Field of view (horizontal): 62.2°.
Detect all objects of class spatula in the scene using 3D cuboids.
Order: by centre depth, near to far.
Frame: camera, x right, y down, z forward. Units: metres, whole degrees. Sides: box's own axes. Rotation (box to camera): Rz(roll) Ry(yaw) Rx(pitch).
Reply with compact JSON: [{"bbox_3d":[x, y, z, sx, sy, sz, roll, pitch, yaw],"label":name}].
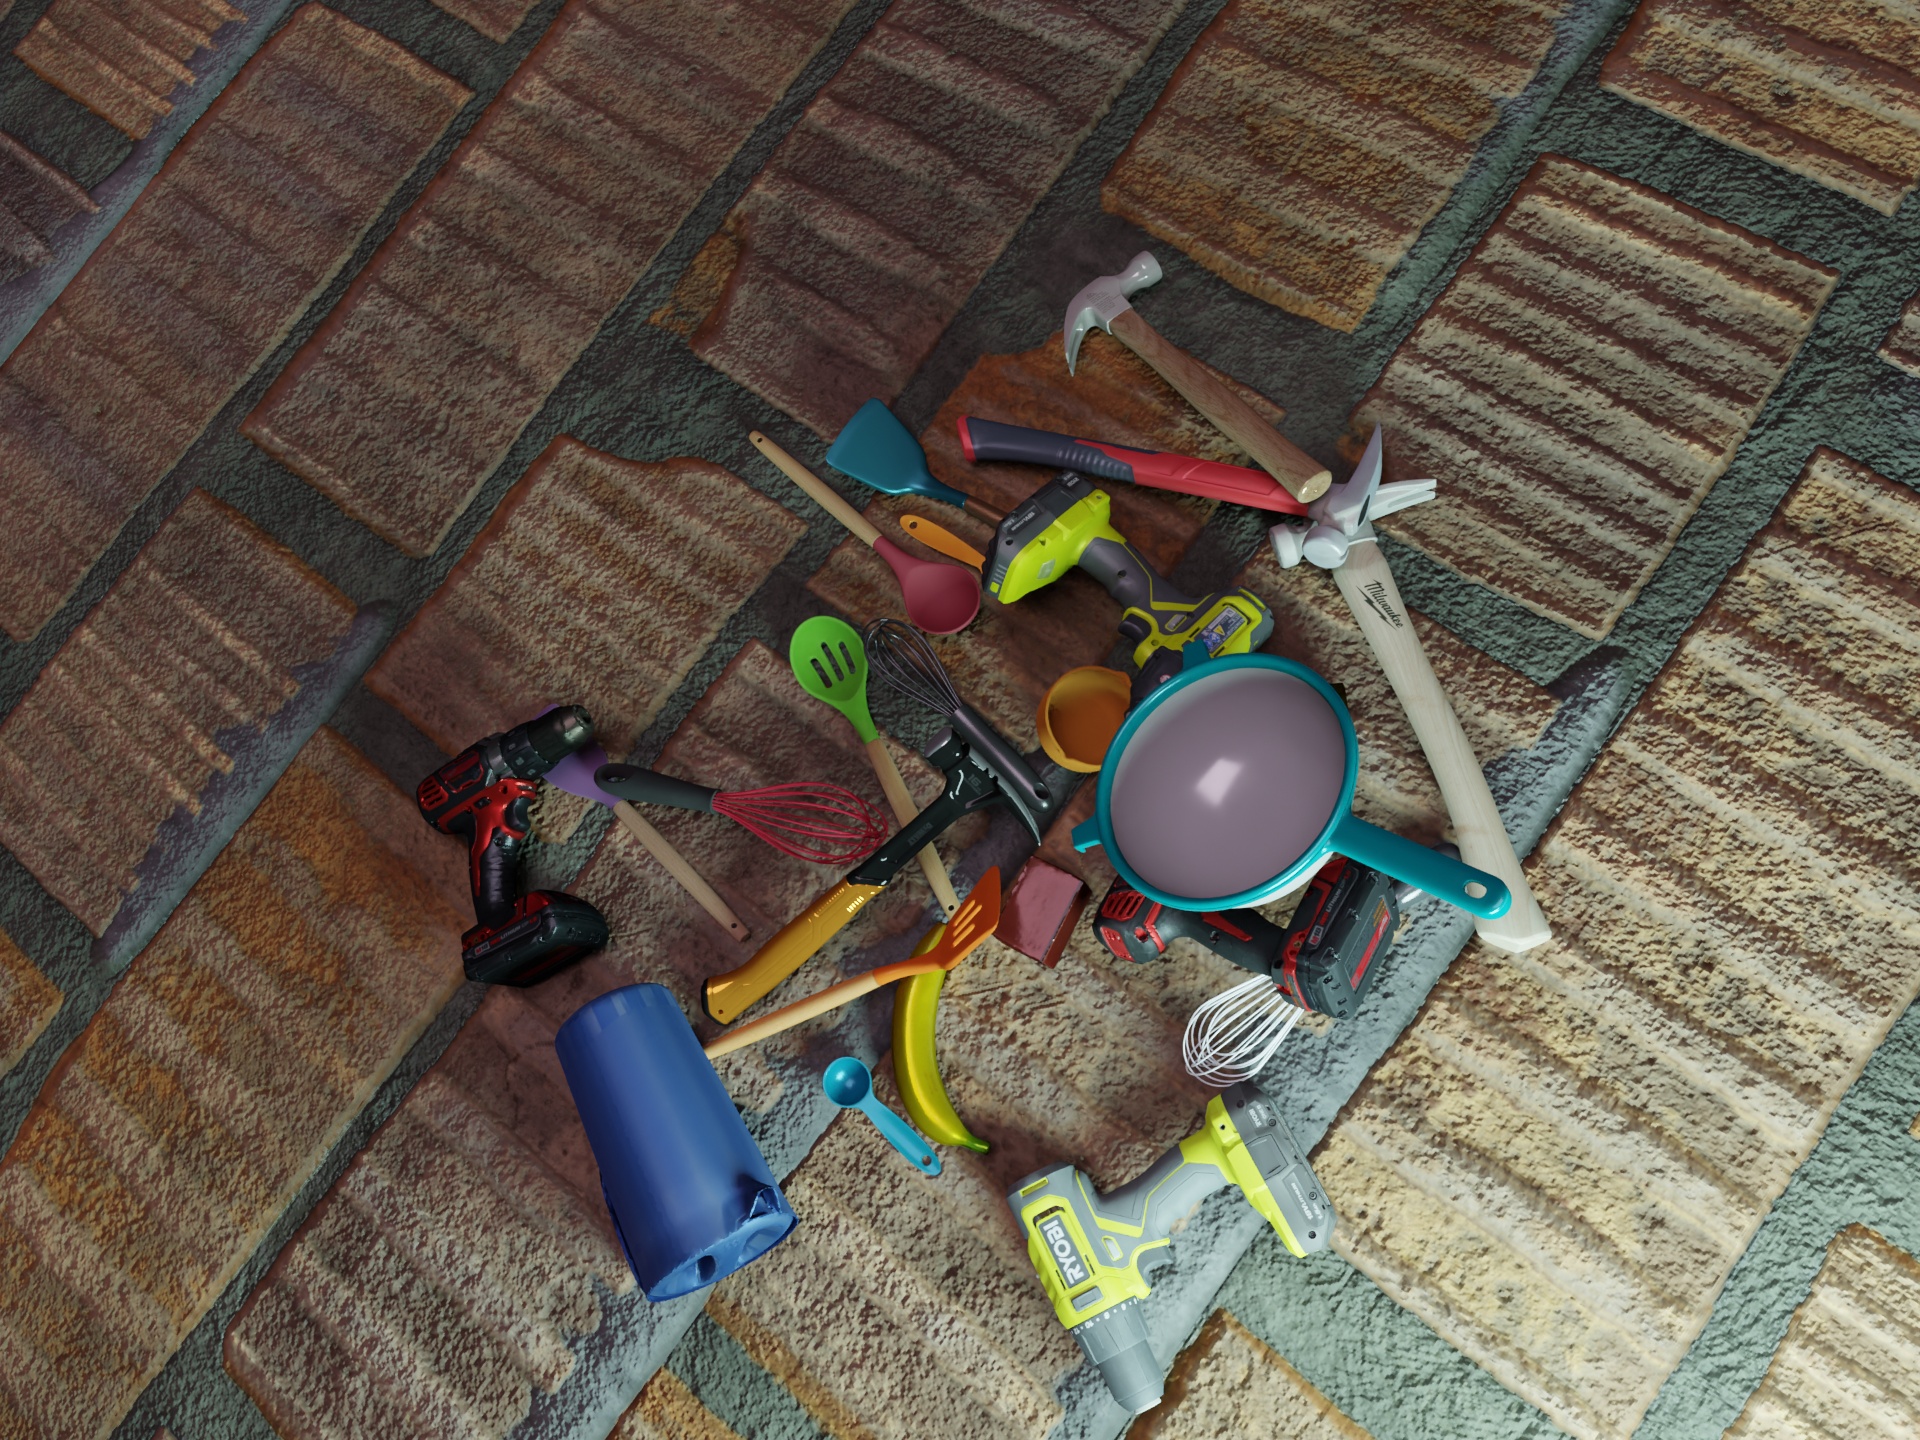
[{"bbox_3d":[-0.095,0.219,1.342,0.322,0.041,0.081,-26,29,18],"label":"spatula"},{"bbox_3d":[0.025,-0.192,1.458,0.318,0.044,0.082,30,74,19],"label":"spatula"},{"bbox_3d":[-0.301,0.096,1.468,0.060,0.018,0.316,-44,68,-11],"label":"spatula"}]

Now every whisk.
[{"bbox_3d":[0.291,0.191,1.276,0.284,0.070,0.070,-39,69,-5],"label":"whisk"},{"bbox_3d":[-0.003,-0.005,1.409,0.055,0.055,0.239,-44,73,-1],"label":"whisk"},{"bbox_3d":[-0.201,0.076,1.425,0.296,0.073,0.073,11,77,20],"label":"whisk"}]

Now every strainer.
[{"bbox_3d":[0.259,0.081,1.176,0.341,0.095,0.211,25,80,41],"label":"strainer"}]

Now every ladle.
[{"bbox_3d":[-0.096,-0.182,1.495,0.069,0.031,0.316,-46,67,-5],"label":"ladle"}]

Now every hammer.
[{"bbox_3d":[0.391,-0.011,1.299,0.146,0.038,0.411,-20,66,6],"label":"hammer"},{"bbox_3d":[-0.090,0.154,1.358,0.337,0.034,0.127,-41,107,13],"label":"hammer"},{"bbox_3d":[0.206,-0.295,1.405,0.130,0.031,0.332,-36,55,-4],"label":"hammer"},{"bbox_3d":[0.176,-0.236,1.418,0.386,0.038,0.143,16,62,24],"label":"hammer"}]

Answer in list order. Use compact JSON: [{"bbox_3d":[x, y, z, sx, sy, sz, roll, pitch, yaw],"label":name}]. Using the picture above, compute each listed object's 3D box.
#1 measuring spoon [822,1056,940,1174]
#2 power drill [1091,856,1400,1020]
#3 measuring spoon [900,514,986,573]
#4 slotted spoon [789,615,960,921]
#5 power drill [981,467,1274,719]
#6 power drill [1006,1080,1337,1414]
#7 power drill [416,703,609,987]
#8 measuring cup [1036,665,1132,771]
[{"bbox_3d":[-0.064,0.336,1.343,0.129,0.021,0.042,42,87,12],"label":"measuring spoon"},{"bbox_3d":[0.225,0.144,1.263,0.220,0.078,0.143,12,56,38],"label":"power drill"},{"bbox_3d":[-0.009,-0.162,1.477,0.117,0.011,0.021,31,84,24],"label":"measuring spoon"},{"bbox_3d":[-0.069,0.043,1.422,0.070,0.031,0.314,-29,71,5],"label":"slotted spoon"},{"bbox_3d":[0.133,-0.099,1.348,0.223,0.080,0.171,40,58,15],"label":"power drill"},{"bbox_3d":[0.170,0.402,1.230,0.228,0.080,0.191,-31,69,7],"label":"power drill"},{"bbox_3d":[-0.393,0.109,1.446,0.188,0.080,0.227,-29,66,16],"label":"power drill"},{"bbox_3d":[0.142,0.027,1.367,0.173,0.052,0.095,38,73,-4],"label":"measuring cup"}]
